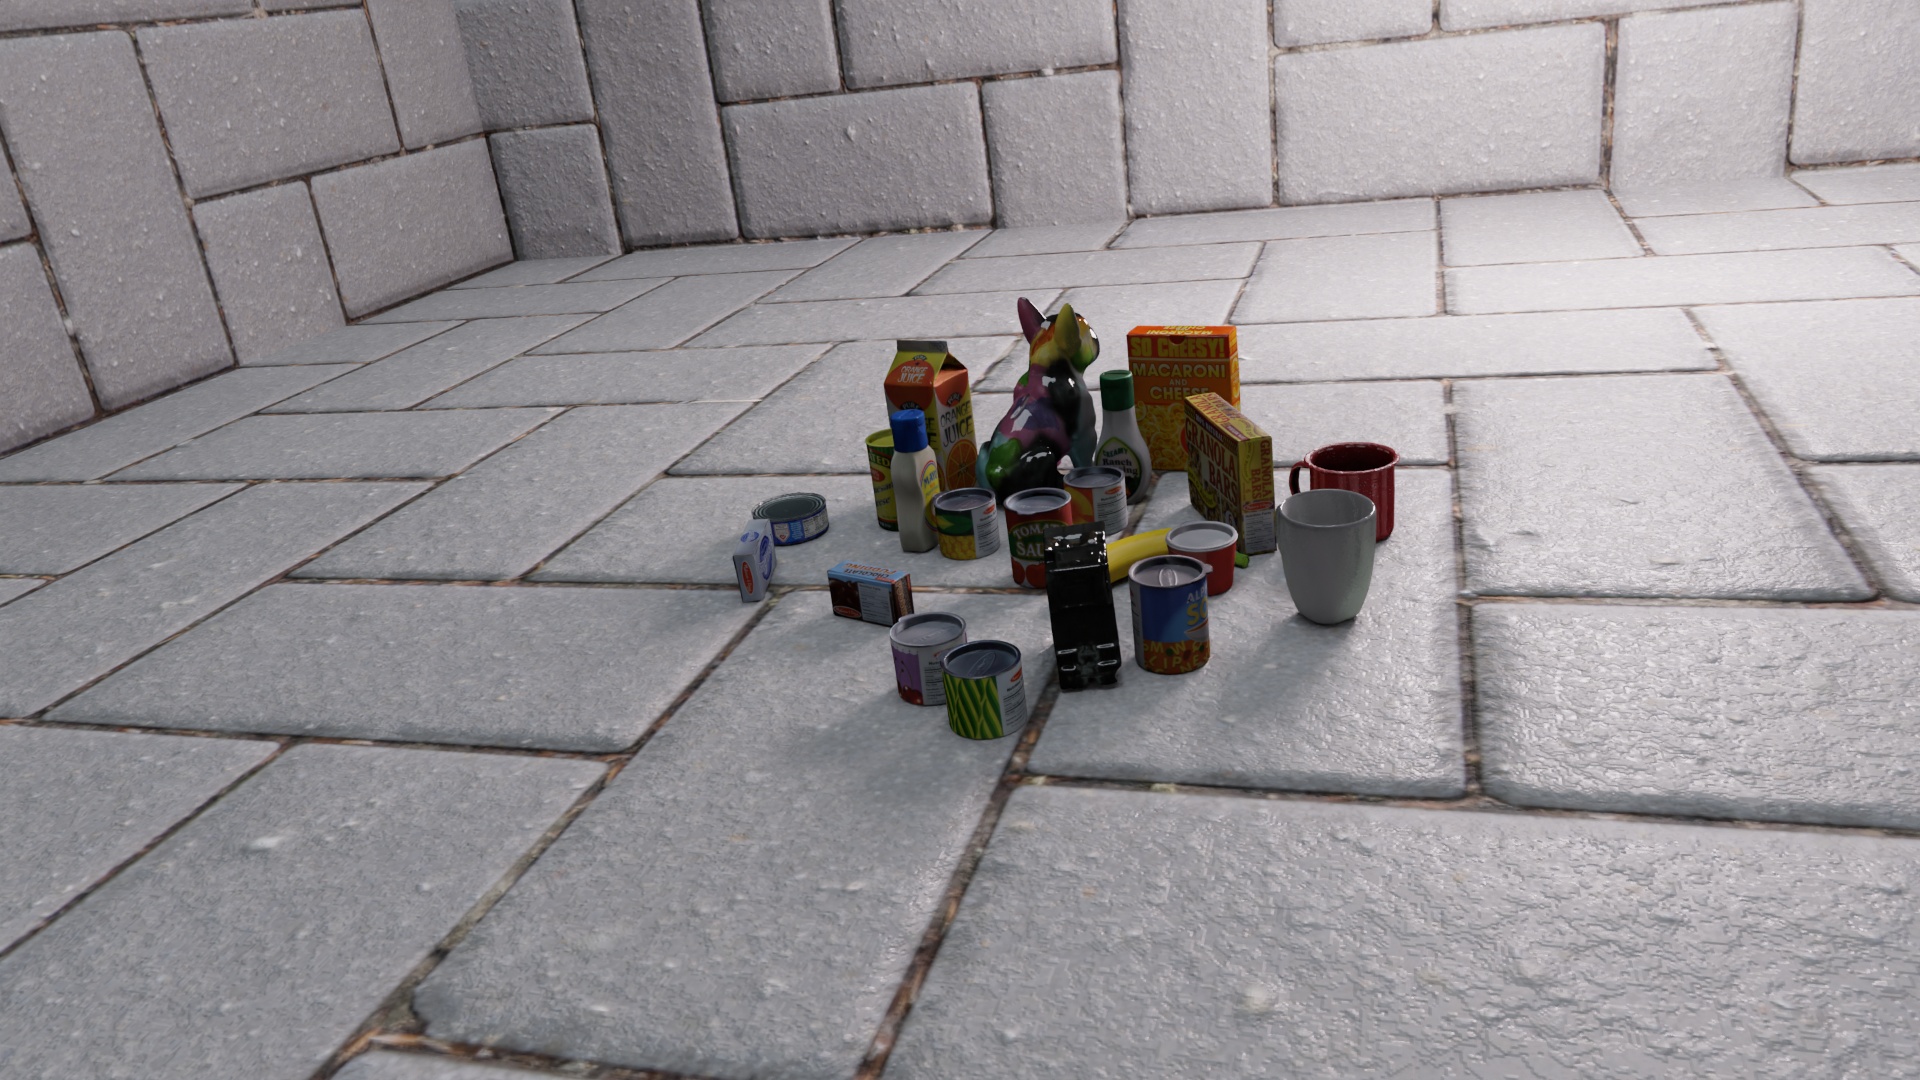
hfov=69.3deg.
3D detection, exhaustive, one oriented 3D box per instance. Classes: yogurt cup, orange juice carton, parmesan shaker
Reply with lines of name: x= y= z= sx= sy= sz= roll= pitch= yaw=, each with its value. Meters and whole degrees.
yogurt cup: x=0.231 y=0.019 z=1.324 sx=0.072 sy=0.053 sz=0.073 roll=-6 pitch=22 yaw=3
orange juice carton: x=-0.034 y=-0.140 z=1.610 sx=0.072 sy=0.191 sz=0.073 roll=8 pitch=26 yaw=33
parmesan shaker: x=-0.066 y=-0.069 z=1.565 sx=0.071 sy=0.102 sz=0.071 roll=-6 pitch=22 yaw=3

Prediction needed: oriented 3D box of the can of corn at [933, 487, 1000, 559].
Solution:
can of corn: x=0.005 y=-0.019 z=1.480 sx=0.071 sy=0.058 sz=0.071 roll=-6 pitch=22 yaw=3

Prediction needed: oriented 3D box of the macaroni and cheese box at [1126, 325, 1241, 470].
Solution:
macaroni and cheese box: x=0.261 y=-0.164 z=1.614 sx=0.124 sy=0.165 sz=0.040 roll=4 pitch=24 yaw=26

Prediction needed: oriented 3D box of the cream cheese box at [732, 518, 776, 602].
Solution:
cream cheese box: x=-0.216 y=0.020 z=1.461 sx=0.024 sy=0.053 sz=0.104 roll=-6 pitch=22 yaw=4

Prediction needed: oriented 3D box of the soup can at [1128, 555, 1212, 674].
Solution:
soup can: x=0.182 y=0.063 z=1.190 sx=0.071 sy=0.083 sz=0.071 roll=-6 pitch=22 yaw=3

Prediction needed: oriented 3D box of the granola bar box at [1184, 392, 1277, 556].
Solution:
granola bar box: x=0.277 y=-0.071 z=1.437 sx=0.039 sy=0.123 sz=0.166 roll=-10 pitch=22 yaw=-7

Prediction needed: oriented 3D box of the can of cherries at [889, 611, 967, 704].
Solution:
can of cherries: x=-0.026 y=0.100 z=1.197 sx=0.071 sy=0.058 sz=0.072 roll=-6 pitch=22 yaw=3

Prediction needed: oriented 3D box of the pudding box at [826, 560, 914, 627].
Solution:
pudding box: x=-0.087 y=0.052 z=1.348 sx=0.084 sy=0.049 sz=0.030 roll=9 pitch=27 yaw=35

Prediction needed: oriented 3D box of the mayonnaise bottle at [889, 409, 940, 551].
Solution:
mayonnaise bottle: x=-0.048 y=-0.065 z=1.492 sx=0.041 sy=0.147 sz=0.065 roll=4 pitch=24 yaw=26

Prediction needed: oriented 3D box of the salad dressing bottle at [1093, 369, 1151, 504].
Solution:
salad dressing bottle: x=0.178 y=-0.115 z=1.544 sx=0.064 sy=0.147 sz=0.044 roll=3 pitch=24 yaw=25

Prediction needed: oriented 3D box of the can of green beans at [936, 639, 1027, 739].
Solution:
can of green beans: x=0.019 y=0.121 z=1.132 sx=0.071 sy=0.057 sz=0.071 roll=-6 pitch=22 yaw=3

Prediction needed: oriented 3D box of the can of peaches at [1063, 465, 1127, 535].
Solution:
can of peaches: x=0.145 y=-0.043 z=1.497 sx=0.071 sy=0.057 sz=0.071 roll=-6 pitch=22 yaw=3

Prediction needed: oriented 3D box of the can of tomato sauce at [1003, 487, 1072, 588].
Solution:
can of tomato sauce: x=0.080 y=-0.002 z=1.382 sx=0.071 sy=0.082 sz=0.071 roll=-6 pitch=22 yaw=3
